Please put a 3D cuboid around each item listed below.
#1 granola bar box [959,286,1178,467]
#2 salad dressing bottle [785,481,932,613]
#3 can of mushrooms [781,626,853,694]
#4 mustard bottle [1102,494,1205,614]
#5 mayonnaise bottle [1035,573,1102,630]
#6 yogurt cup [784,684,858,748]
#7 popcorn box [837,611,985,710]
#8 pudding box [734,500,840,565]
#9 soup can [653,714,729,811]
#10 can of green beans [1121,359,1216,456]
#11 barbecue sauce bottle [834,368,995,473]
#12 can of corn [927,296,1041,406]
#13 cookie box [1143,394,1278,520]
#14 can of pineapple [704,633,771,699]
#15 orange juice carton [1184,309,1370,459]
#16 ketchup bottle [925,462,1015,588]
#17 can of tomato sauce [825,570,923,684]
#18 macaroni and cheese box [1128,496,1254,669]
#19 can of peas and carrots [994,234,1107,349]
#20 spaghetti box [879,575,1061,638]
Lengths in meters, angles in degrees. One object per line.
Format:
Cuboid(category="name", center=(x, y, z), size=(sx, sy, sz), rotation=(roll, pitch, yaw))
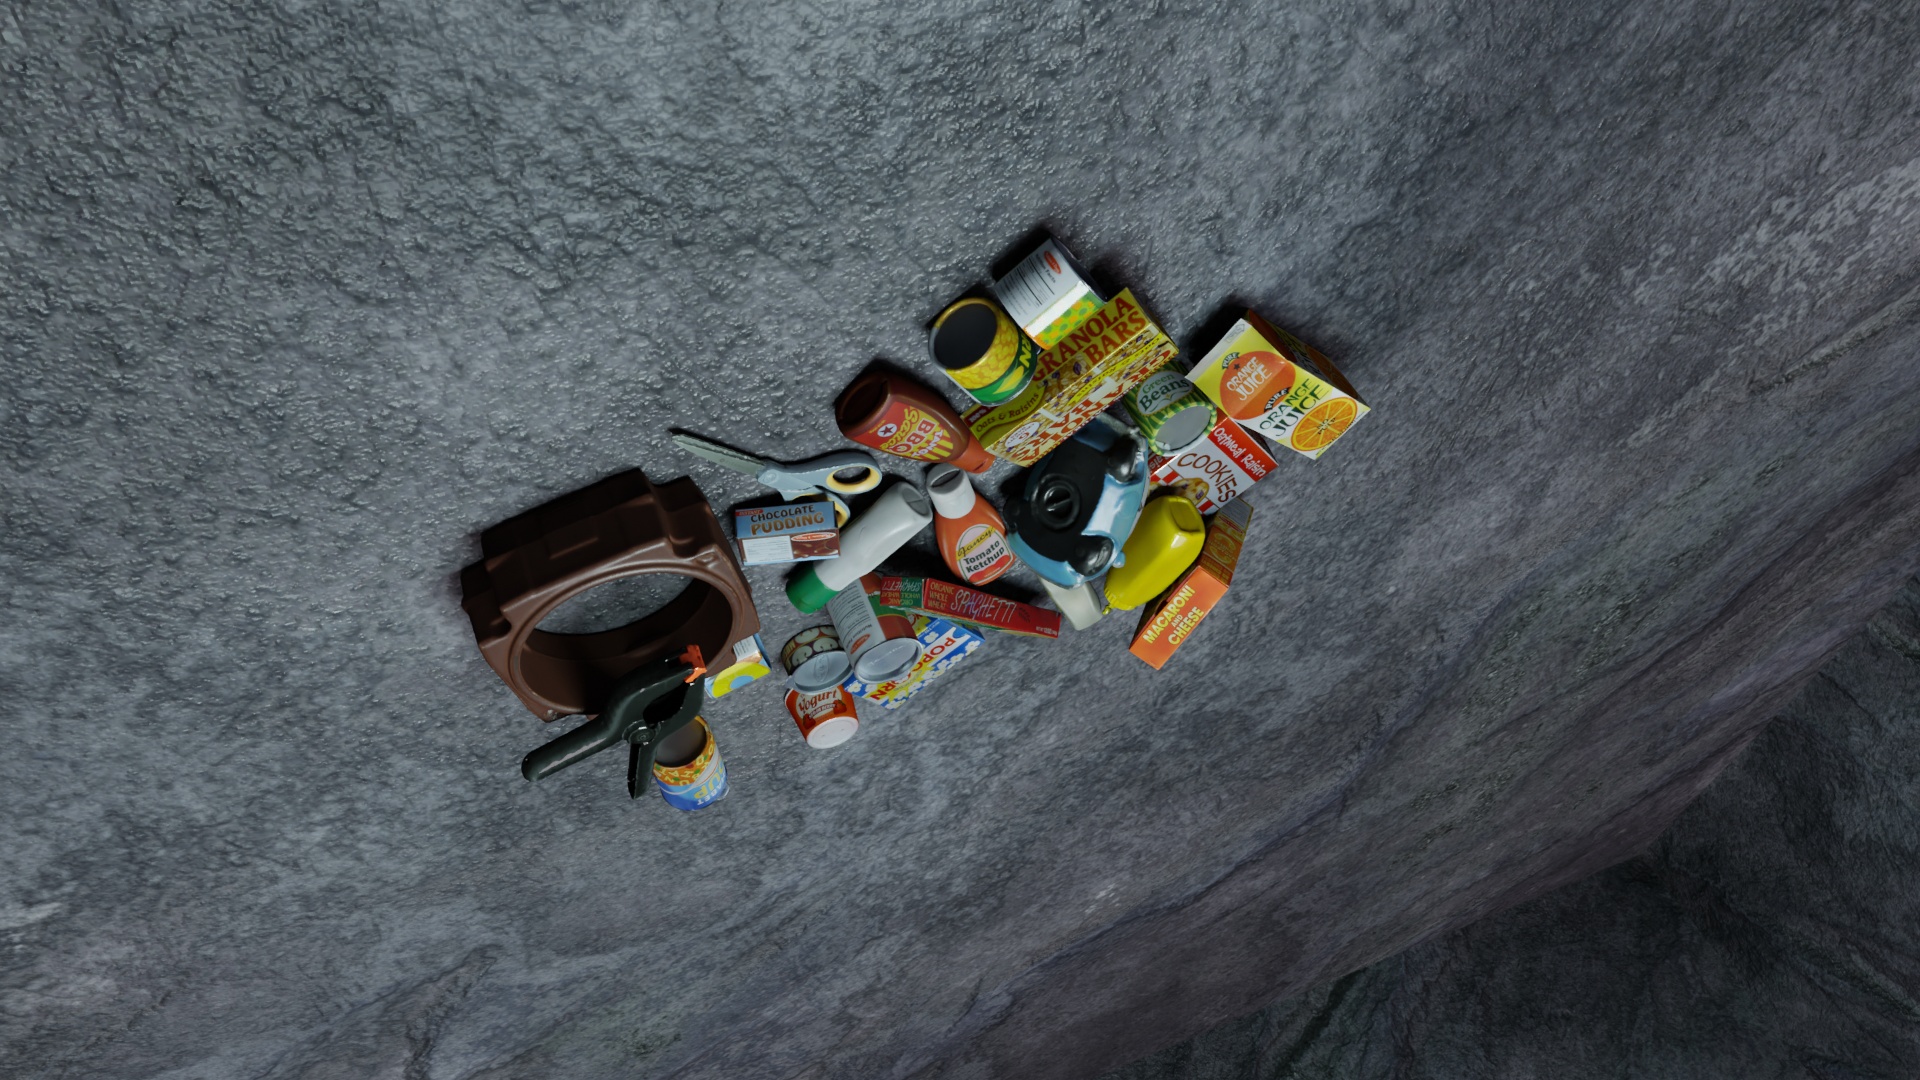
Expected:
Cuboid(category="granola bar box", center=(0.093, -0.128, 1.130), size=(0.165, 0.039, 0.124), rotation=(-37, 166, 13))
Cuboid(category="salad dressing bottle", center=(-0.091, 0.009, 1.209), size=(0.147, 0.044, 0.064), rotation=(-39, 172, 22))
Cuboid(category="can of mushrooms", center=(-0.138, 0.115, 1.325), size=(0.071, 0.033, 0.070), rotation=(-18, 145, -13))
Cuboid(category="mustard bottle", center=(0.175, 0.023, 1.328), size=(0.049, 0.065, 0.159), rotation=(4, 143, -25))
Cuboid(category="mayonnaise bottle", center=(0.094, 0.029, 1.350), size=(0.041, 0.065, 0.147), rotation=(-29, 141, 7))
Cuboid(category="yogurt cup", center=(-0.135, 0.170, 1.380), size=(0.072, 0.054, 0.072), rotation=(-18, 145, -13))
Cuboid(category="popcorn box", center=(-0.051, 0.111, 1.374), size=(0.126, 0.038, 0.085), rotation=(-38, 143, 15))
Cuboid(category="pudding box", center=(-0.142, -0.005, 1.149), size=(0.084, 0.030, 0.049), rotation=(-5, 150, -4))
Cuboid(category="soup can", center=(-0.262, 0.212, 1.334), size=(0.071, 0.071, 0.083), rotation=(-20, 144, -12))
Cuboid(category="can of green beans", center=(0.184, -0.117, 1.224), size=(0.071, 0.058, 0.071), rotation=(-18, 144, -14))
Cuboid(category="barbecue sauce bottle", center=(-0.030, -0.091, 1.126), size=(0.064, 0.044, 0.148), rotation=(-38, 145, 26))
Cuboid(category="can of corn", center=(0.019, -0.147, 1.067), size=(0.071, 0.071, 0.058), rotation=(-37, 144, 13))
Cuboid(category="cookie box", center=(0.207, -0.059, 1.331), size=(0.167, 0.040, 0.123), rotation=(-38, 144, 17))
Cuboid(category="can of pineapple", center=(-0.206, 0.099, 1.231), size=(0.058, 0.071, 0.070), rotation=(-25, 145, -4))
Cuboid(category="orange juice carton", center=(0.278, -0.143, 1.242), size=(0.193, 0.073, 0.071), rotation=(17, 126, -45))
Cuboid(category="ketchup bottle", center=(0.004, -0.016, 1.246), size=(0.065, 0.044, 0.148), rotation=(-31, 145, -4))
Cuboid(category="can of tomato sauce", center=(-0.079, 0.080, 1.276), size=(0.071, 0.083, 0.070), rotation=(-18, 144, -13))
Cuboid(category="macaroni and cheese box", center=(0.229, 0.036, 1.380), size=(0.123, 0.040, 0.167), rotation=(-56, 180, 34))
Cuboid(category="can of peas and carrots", center=(0.069, -0.186, 1.051), size=(0.058, 0.071, 0.071), rotation=(-38, 144, 16))
Cuboid(category="spaghetti box", center=(0.014, 0.065, 1.319), size=(0.050, 0.029, 0.250), rotation=(2, 171, 33))
